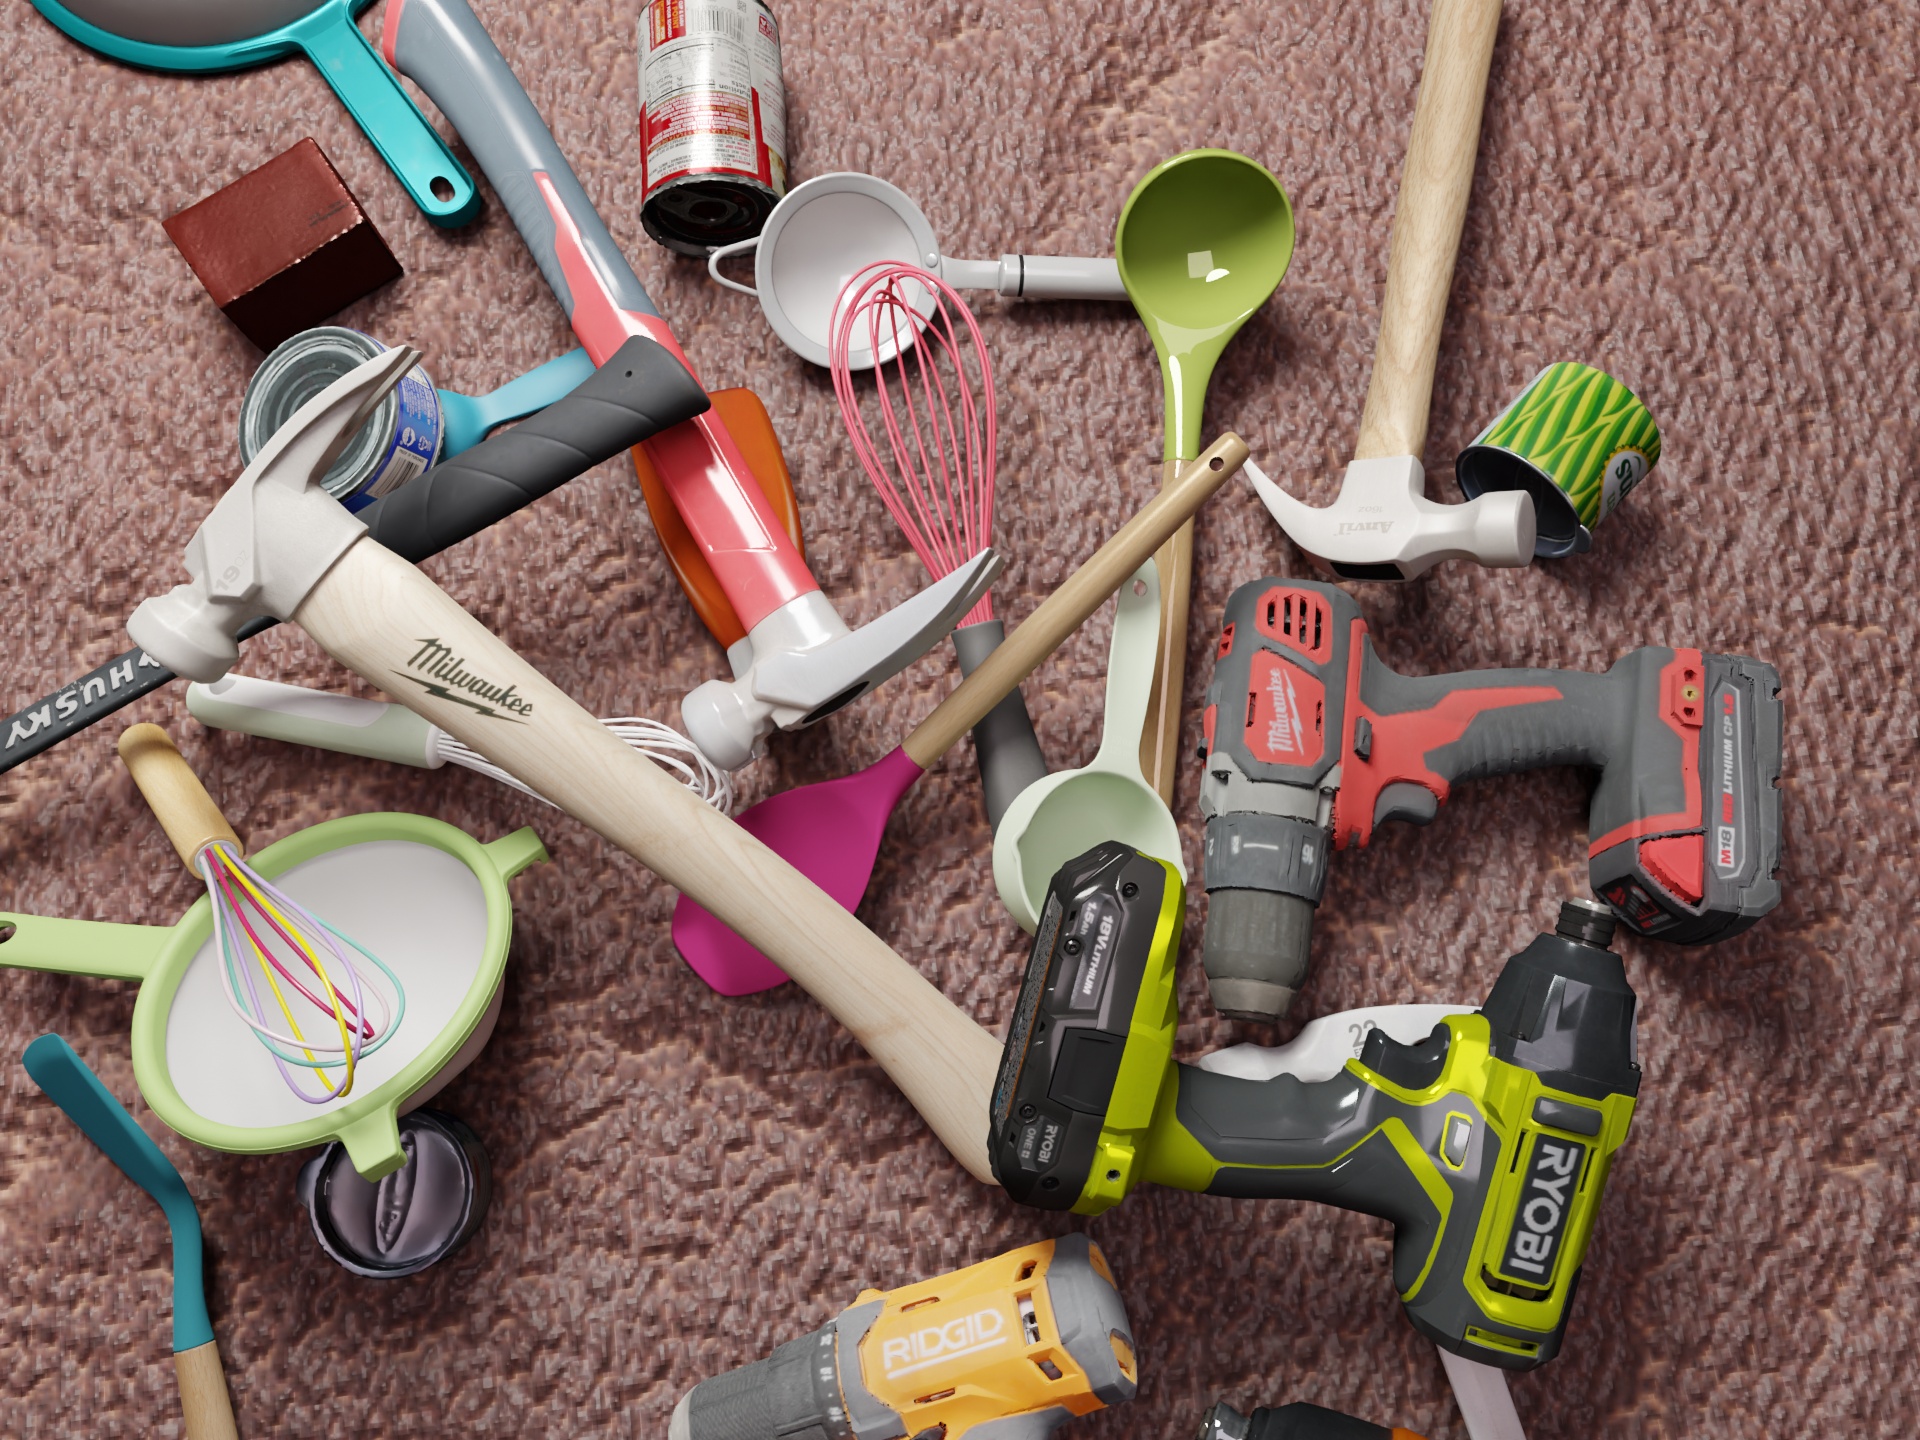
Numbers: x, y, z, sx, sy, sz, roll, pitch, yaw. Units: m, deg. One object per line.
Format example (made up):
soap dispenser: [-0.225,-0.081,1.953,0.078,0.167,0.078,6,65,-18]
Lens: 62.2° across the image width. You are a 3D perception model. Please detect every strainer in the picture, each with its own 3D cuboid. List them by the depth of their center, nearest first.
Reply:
strainer: [-0.292,0.113,0.651,0.256,0.069,0.152,2,50,17]
strainer: [0.015,-0.205,0.736,0.258,0.050,0.087,0,105,-7]
strainer: [-0.334,-0.375,0.740,0.211,0.095,0.340,-36,79,-8]

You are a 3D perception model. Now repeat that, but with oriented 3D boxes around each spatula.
spatula: [-0.306,0.275,0.622,0.044,0.082,0.317,-9,79,-42]

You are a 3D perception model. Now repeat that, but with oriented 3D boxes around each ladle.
ladle: [0.096,-0.088,0.690,0.078,0.062,0.320,5,85,-1]

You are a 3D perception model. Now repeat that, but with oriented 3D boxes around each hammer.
hammer: [-0.103,0.038,0.616,0.410,0.038,0.146,40,93,-11]
hammer: [0.227,0.308,0.626,0.144,0.035,0.406,-17,78,-4]
hammer: [-0.285,-0.042,0.642,0.409,0.036,0.149,-28,61,4]
hammer: [-0.133,-0.177,0.678,0.143,0.038,0.386,-32,78,8]
hammer: [0.209,-0.213,0.723,0.130,0.031,0.331,0,66,34]

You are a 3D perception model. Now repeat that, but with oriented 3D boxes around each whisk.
whisk: [-0.281,0.061,0.619,0.051,0.047,0.245,-38,49,-18]
whisk: [-0.216,0.010,0.683,0.246,0.059,0.058,10,39,6]
whisk: [0.003,-0.059,0.689,0.073,0.073,0.296,-14,87,-4]

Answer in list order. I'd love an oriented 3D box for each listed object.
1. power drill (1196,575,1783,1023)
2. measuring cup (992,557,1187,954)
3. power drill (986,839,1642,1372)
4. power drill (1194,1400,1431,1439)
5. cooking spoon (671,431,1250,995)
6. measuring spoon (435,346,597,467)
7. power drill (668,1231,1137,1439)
power drill: [0.210,0.043,0.663,0.226,0.080,0.188,8,75,4]
measuring cup: [0.057,0.014,0.663,0.083,0.038,0.168,13,81,-24]
power drill: [0.134,0.128,0.593,0.223,0.080,0.171,15,91,-3]
power drill: [0.132,0.369,0.574,0.164,0.084,0.226,22,85,14]
cooking spoon: [-0.001,-0.002,0.658,0.319,0.017,0.069,-44,82,10]
measuring spoon: [-0.203,-0.152,0.729,0.128,0.021,0.042,-25,79,-4]
power drill: [-0.010,0.317,0.566,0.185,0.084,0.226,-20,54,9]
